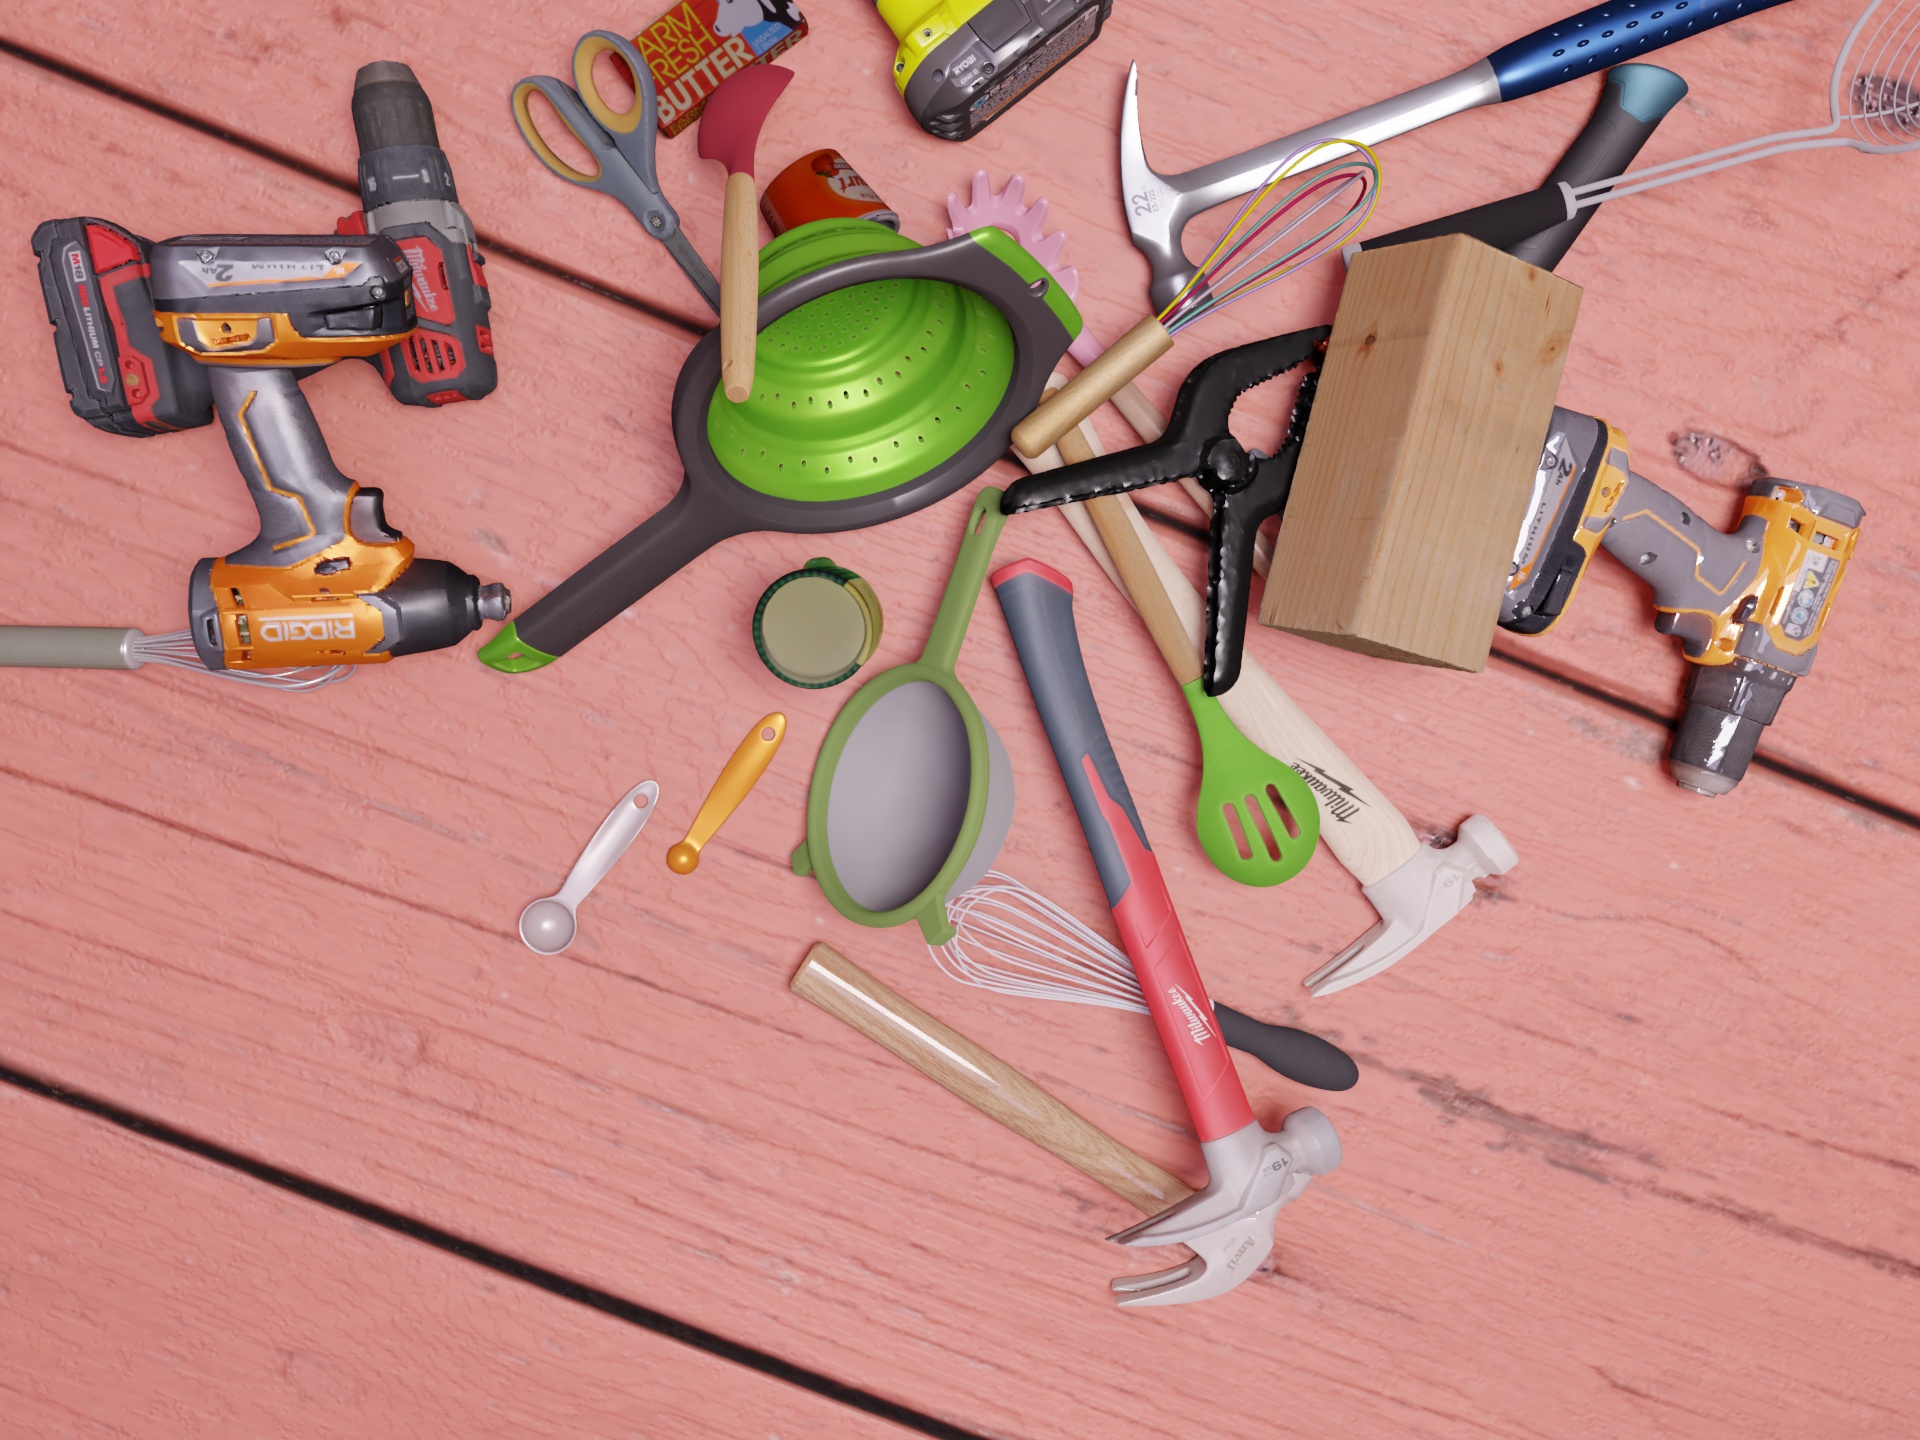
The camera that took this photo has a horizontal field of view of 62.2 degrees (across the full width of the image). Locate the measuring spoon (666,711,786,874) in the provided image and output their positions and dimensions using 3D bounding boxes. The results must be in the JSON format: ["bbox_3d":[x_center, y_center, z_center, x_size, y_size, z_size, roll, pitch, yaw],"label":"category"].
[{"bbox_3d":[-0.139,0.044,0.950,0.021,0.011,0.117,35,95,-3],"label":"measuring spoon"}]

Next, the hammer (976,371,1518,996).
[{"bbox_3d":[0.143,-0.029,0.931,0.146,0.038,0.410,-39,94,5],"label":"hammer"}]

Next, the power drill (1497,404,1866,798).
[{"bbox_3d":[0.383,-0.066,0.894,0.226,0.084,0.185,16,98,-16],"label":"power drill"}]

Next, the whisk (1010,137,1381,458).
[{"bbox_3d":[0.129,-0.223,0.860,0.245,0.047,0.051,-39,54,6],"label":"whisk"}]

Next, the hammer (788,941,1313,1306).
[{"bbox_3d":[0.041,0.238,0.960,0.331,0.031,0.130,33,94,-3],"label":"hammer"}]

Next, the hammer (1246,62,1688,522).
[{"bbox_3d":[0.299,-0.233,0.912,0.128,0.033,0.331,35,95,-2],"label":"hammer"}]

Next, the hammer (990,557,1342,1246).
[{"bbox_3d":[0.084,0.095,0.900,0.143,0.038,0.386,-19,84,-20],"label":"hammer"}]

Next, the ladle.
[{"bbox_3d":[-0.110,-0.253,0.795,0.069,0.316,0.031,-32,131,23],"label":"ladle"}]

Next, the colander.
[{"bbox_3d":[-0.127,-0.159,0.885,0.397,0.204,0.095,-32,60,20],"label":"colander"}]

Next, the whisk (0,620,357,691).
[{"bbox_3d":[-0.473,-0.041,0.928,0.246,0.059,0.058,1,52,4],"label":"whisk"}]

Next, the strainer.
[{"bbox_3d":[-0.001,-0.003,0.909,0.069,0.152,0.256,19,89,-40],"label":"strainer"}]

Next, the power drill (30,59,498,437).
[{"bbox_3d":[-0.383,-0.258,0.890,0.226,0.080,0.188,-10,96,-2],"label":"power drill"}]

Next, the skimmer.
[{"bbox_3d":[0.379,-0.316,0.834,0.363,0.127,0.090,-14,138,13],"label":"skimmer"}]

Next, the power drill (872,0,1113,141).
[{"bbox_3d":[-0.017,-0.458,0.870,0.190,0.080,0.228,-37,92,4],"label":"power drill"}]

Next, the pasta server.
[{"bbox_3d":[0.102,-0.178,0.904,0.060,0.040,0.316,-40,90,-7],"label":"pasta server"}]

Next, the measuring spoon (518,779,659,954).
[{"bbox_3d":[-0.220,0.087,0.956,0.034,0.018,0.124,37,88,-3],"label":"measuring spoon"}]

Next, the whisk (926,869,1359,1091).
[{"bbox_3d":[0.109,0.161,0.944,0.284,0.070,0.070,23,95,-7],"label":"whisk"}]

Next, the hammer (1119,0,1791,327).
[{"bbox_3d":[0.282,-0.356,0.878,0.405,0.035,0.144,-19,95,8],"label":"hammer"}]

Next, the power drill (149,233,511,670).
[{"bbox_3d":[-0.330,-0.138,0.844,0.164,0.084,0.226,-3,112,-10],"label":"power drill"}]

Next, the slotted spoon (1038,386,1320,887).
[{"bbox_3d":[0.118,-0.045,0.900,0.070,0.031,0.314,-27,94,5],"label":"slotted spoon"}]
